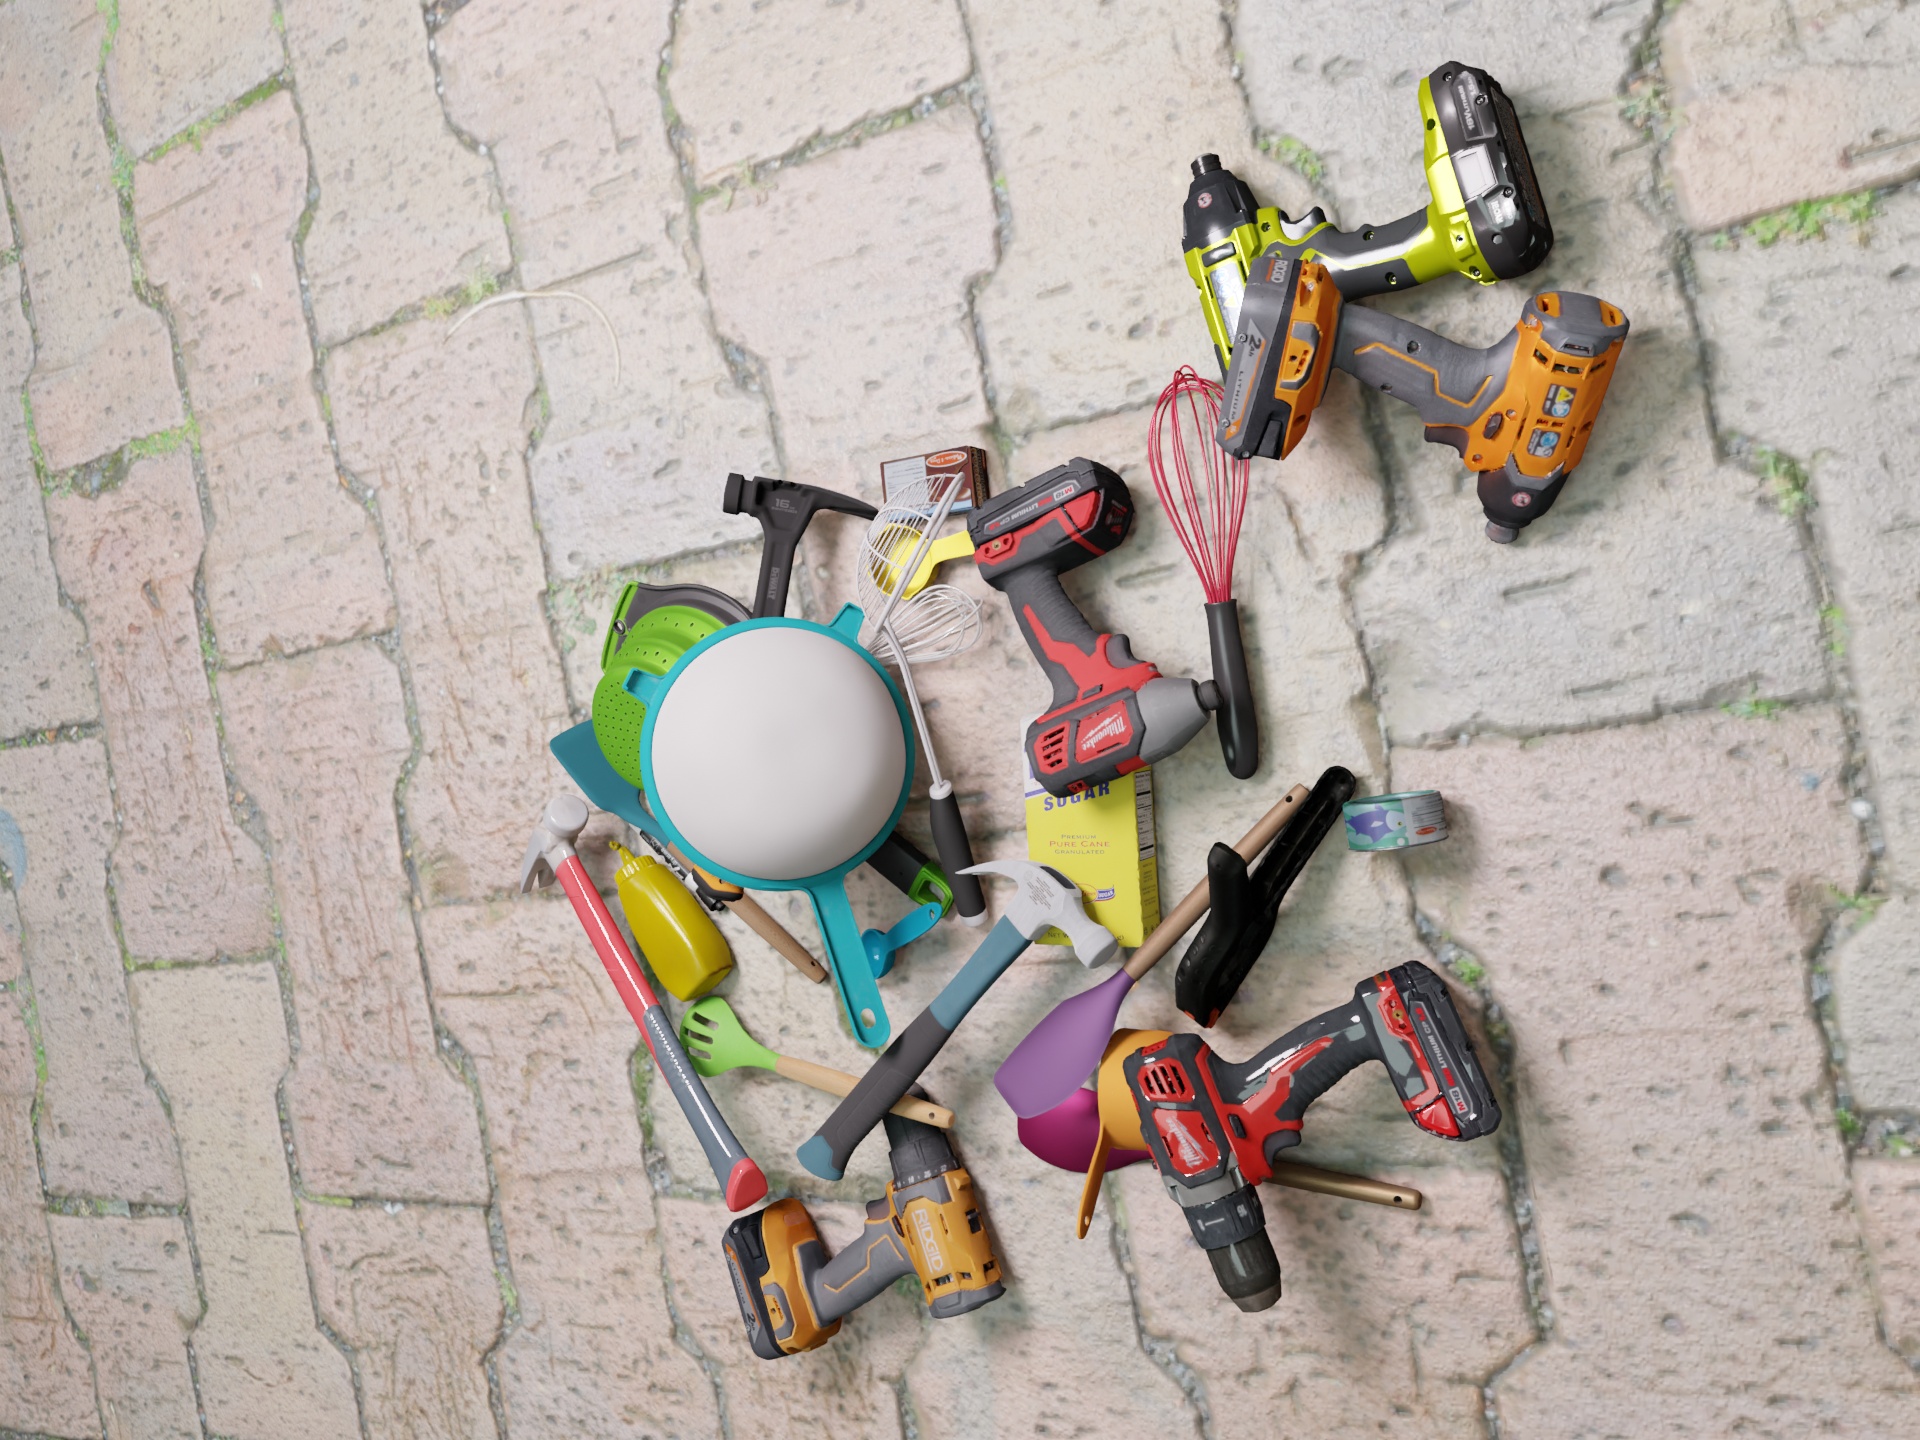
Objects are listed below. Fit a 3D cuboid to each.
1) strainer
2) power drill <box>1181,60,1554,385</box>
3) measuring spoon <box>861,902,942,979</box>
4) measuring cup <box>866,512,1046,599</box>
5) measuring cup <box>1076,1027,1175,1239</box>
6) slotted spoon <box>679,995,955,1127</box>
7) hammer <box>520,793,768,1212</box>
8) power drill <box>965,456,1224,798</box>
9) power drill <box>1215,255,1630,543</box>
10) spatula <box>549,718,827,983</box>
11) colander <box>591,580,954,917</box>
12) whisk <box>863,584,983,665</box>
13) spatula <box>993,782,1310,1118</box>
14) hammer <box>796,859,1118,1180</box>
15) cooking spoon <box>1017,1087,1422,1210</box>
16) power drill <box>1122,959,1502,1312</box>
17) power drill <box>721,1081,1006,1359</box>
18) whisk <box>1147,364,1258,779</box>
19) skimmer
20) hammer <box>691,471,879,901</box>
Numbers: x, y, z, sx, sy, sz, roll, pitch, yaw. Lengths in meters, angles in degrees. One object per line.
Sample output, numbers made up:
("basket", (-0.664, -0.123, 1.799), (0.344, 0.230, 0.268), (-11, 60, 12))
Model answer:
("strainer", (-0.110, 0.083, 1.180), (0.211, 0.095, 0.340), (-18, 88, -13))
("power drill", (0.257, -0.330, 1.051), (0.223, 0.080, 0.171), (-18, 86, 33))
("measuring spoon", (-0.043, 0.173, 1.278), (0.128, 0.021, 0.042), (-39, 57, 46))
("measuring cup", (0.002, -0.137, 1.249), (0.156, 0.029, 0.062), (-14, 89, 18))
("measuring cup", (0.127, 0.295, 1.129), (0.052, 0.174, 0.095), (-5, 126, 27))
("slotted spoon", (-0.131, 0.291, 1.325), (0.314, 0.031, 0.070), (8, 85, 37))
("hammer", (-0.280, 0.255, 1.384), (0.387, 0.038, 0.143), (56, 140, 21))
("power drill", (0.095, -0.067, 1.137), (0.143, 0.078, 0.220), (-23, 72, 22))
("power drill", (0.282, -0.199, 1.006), (0.226, 0.084, 0.164), (12, 129, 9))
("spatula", (-0.230, 0.116, 1.385), (0.318, 0.082, 0.044), (39, 126, 16))
("colander", (-0.176, 0.043, 1.303), (0.397, 0.094, 0.204), (38, 126, 17))
("whisk", (-0.079, -0.048, 1.287), (0.246, 0.059, 0.057), (-24, 110, 34))
("spatula", (0.140, 0.165, 1.142), (0.316, 0.018, 0.060), (-48, 53, 7))
("hammer", (-0.021, 0.237, 1.217), (0.331, 0.033, 0.128), (-52, 59, 20))
("cooking spoon", (0.181, 0.324, 1.180), (0.319, 0.017, 0.069), (3, 95, 30))
("power drill", (0.240, 0.276, 1.065), (0.226, 0.080, 0.188), (-23, 82, 9))
("power drill", (-0.086, 0.413, 1.310), (0.226, 0.084, 0.185), (-27, 73, 25))
("whisk", (0.181, -0.103, 1.124), (0.073, 0.073, 0.296), (-6, 97, 30))
("skimmer", (-0.002, -0.004, 1.180), (0.090, 0.127, 0.363), (-7, 115, 17))
("hammer", (-0.152, -0.024, 1.251), (0.127, 0.034, 0.337), (10, 81, -4))
